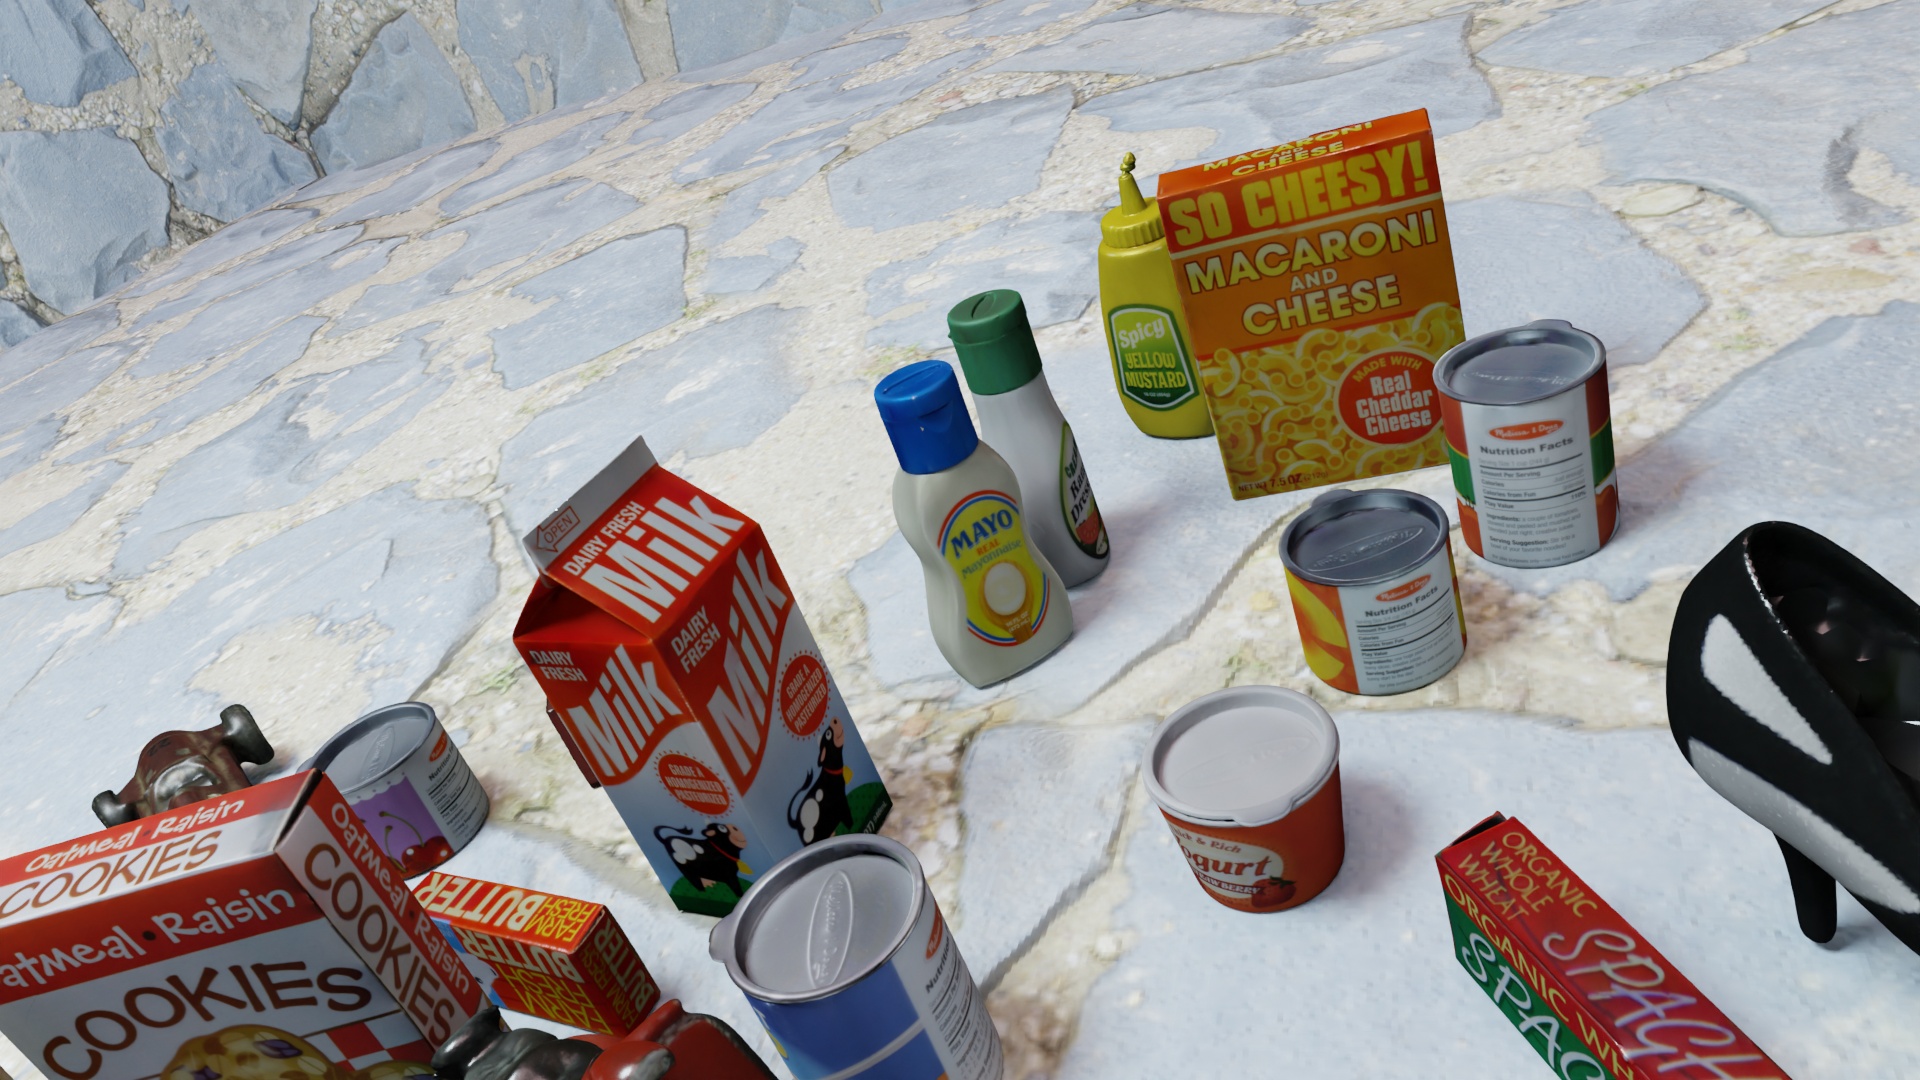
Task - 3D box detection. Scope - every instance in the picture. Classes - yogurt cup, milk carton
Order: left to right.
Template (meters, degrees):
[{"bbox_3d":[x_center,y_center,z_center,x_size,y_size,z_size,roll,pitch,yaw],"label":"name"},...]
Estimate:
[{"bbox_3d":[-0.102,0.057,0.535,0.073,0.189,0.073,-2,34,31],"label":"milk carton"},{"bbox_3d":[0.103,0.092,0.487,0.072,0.053,0.073,-16,29,9],"label":"yogurt cup"}]

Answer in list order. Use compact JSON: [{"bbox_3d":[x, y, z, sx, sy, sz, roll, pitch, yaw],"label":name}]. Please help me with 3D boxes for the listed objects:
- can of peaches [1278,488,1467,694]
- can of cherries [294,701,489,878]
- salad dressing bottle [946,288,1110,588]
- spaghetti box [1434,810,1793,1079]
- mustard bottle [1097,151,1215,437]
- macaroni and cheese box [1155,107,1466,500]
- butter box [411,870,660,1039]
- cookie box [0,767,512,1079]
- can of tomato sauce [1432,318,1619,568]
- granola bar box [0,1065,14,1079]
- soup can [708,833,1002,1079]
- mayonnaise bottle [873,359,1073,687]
[{"bbox_3d":[0.167,0.019,0.563,0.071,0.057,0.071,-16,29,9],"label":"can of peaches"},{"bbox_3d":[-0.273,0.121,0.670,0.071,0.058,0.072,-16,29,9],"label":"can of cherries"},{"bbox_3d":[0.033,-0.047,0.669,0.044,0.147,0.064,-8,31,22],"label":"salad dressing bottle"},{"bbox_3d":[0.194,0.157,0.323,0.029,0.050,0.251,-24,29,-6],"label":"spaghetti box"},{"bbox_3d":[0.105,-0.132,0.753,0.065,0.159,0.049,3,37,36],"label":"mustard bottle"},{"bbox_3d":[0.172,-0.107,0.662,0.123,0.165,0.040,-10,31,18],"label":"macaroni and cheese box"},{"bbox_3d":[-0.169,0.161,0.543,0.103,0.053,0.024,0,35,32],"label":"butter box"},{"bbox_3d":[-0.229,0.162,0.462,0.123,0.166,0.040,-17,29,8],"label":"cookie box"},{"bbox_3d":[0.242,-0.041,0.592,0.071,0.082,0.071,-16,29,9],"label":"can of tomato sauce"},{"bbox_3d":[-0.408,0.248,0.475,0.039,0.123,0.166,-4,33,28],"label":"granola bar box"},{"bbox_3d":[-0.032,0.148,0.447,0.071,0.083,0.072,-16,29,9],"label":"soup can"},{"bbox_3d":[0.002,-0.008,0.621,0.065,0.147,0.041,-29,30,-14],"label":"mayonnaise bottle"}]
